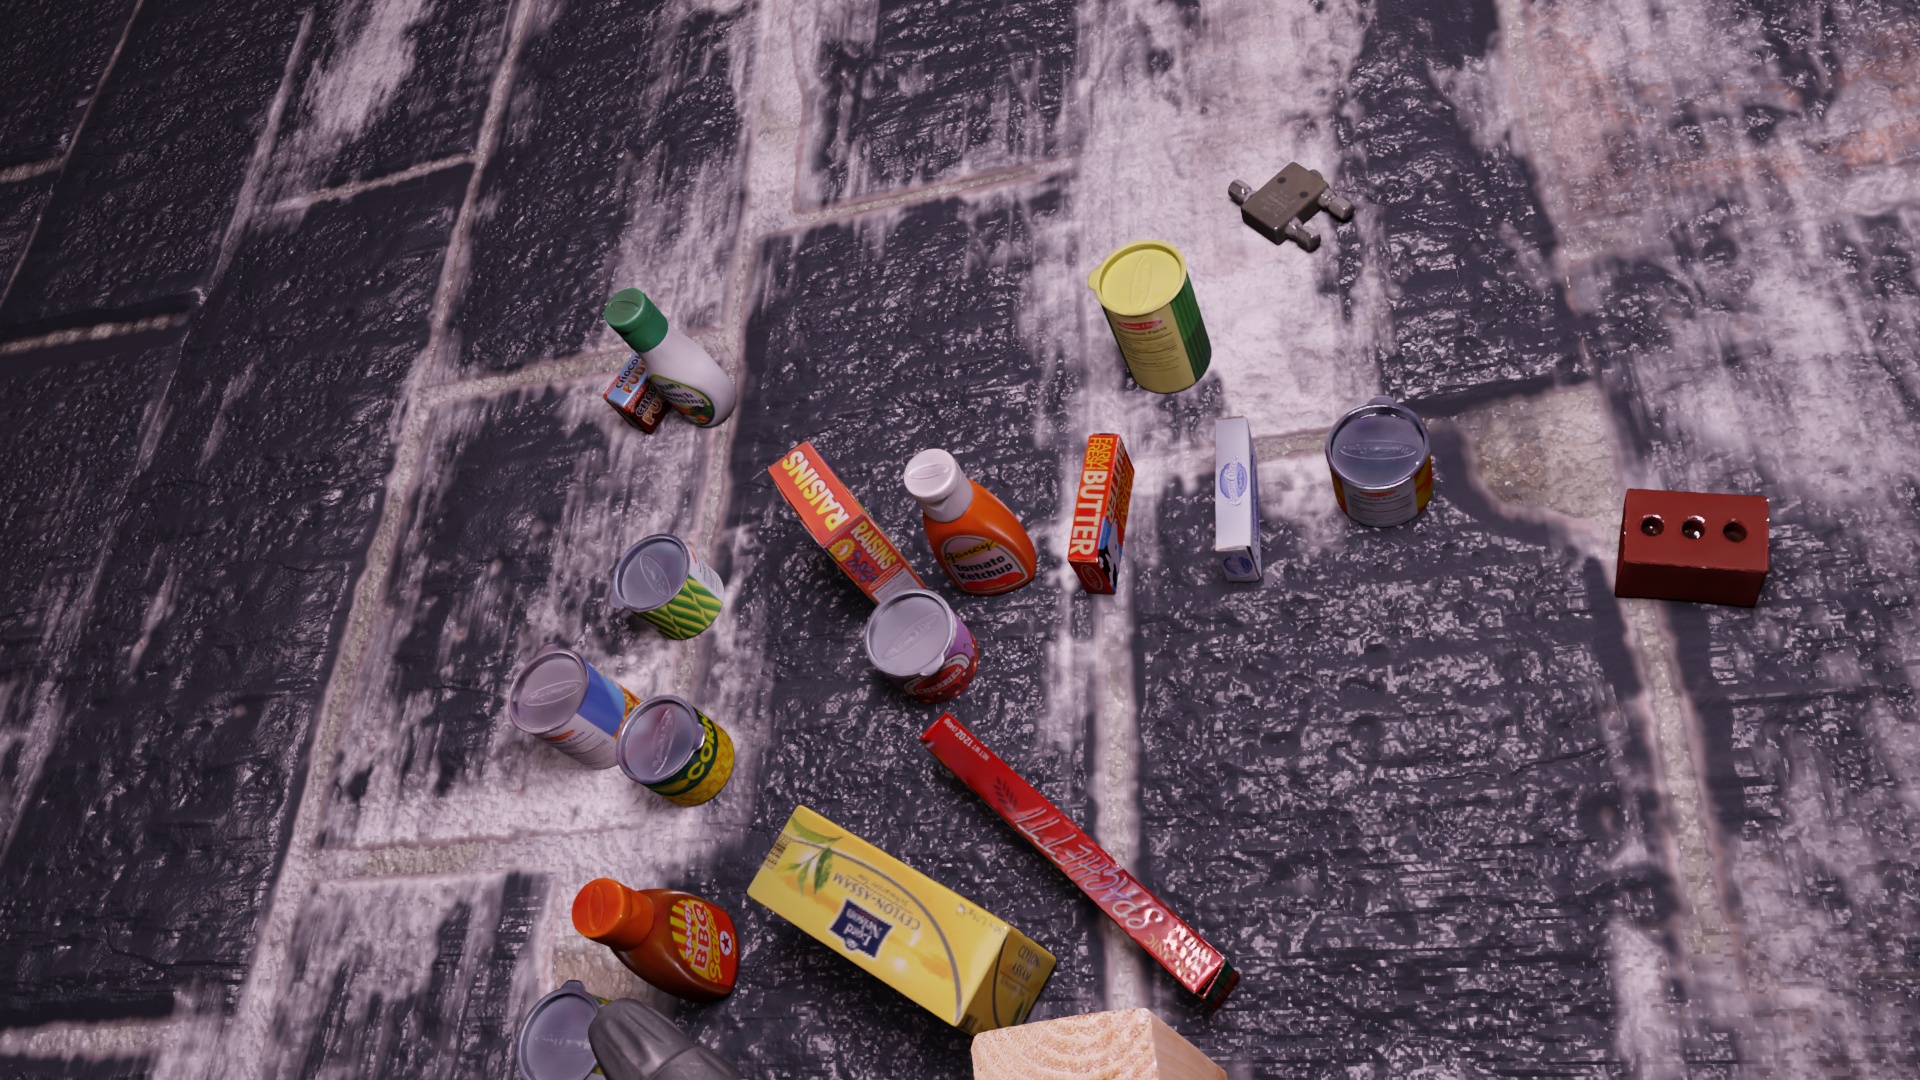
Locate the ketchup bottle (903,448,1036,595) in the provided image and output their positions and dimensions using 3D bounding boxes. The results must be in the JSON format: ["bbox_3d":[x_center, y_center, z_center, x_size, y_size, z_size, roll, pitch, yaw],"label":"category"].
[{"bbox_3d":[0.003,-0.012,0.960,0.064,0.148,0.044,-12,59,15],"label":"ketchup bottle"}]

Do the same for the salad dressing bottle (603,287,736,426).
[{"bbox_3d":[-0.236,-0.148,1.130,0.064,0.147,0.044,11,68,26],"label":"salad dressing bottle"}]

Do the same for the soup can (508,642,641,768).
[{"bbox_3d":[-0.284,0.124,1.036,0.071,0.083,0.071,-9,60,17],"label":"soup can"}]

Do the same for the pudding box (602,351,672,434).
[{"bbox_3d":[-0.264,-0.140,1.196,0.030,0.049,0.084,25,74,31],"label":"pudding box"}]

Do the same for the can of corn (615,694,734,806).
[{"bbox_3d":[-0.203,0.153,1.004,0.071,0.058,0.071,-9,60,17],"label":"can of corn"}]

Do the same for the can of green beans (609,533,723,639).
[{"bbox_3d":[-0.226,0.037,1.078,0.071,0.057,0.071,-9,60,17],"label":"can of green beans"}]

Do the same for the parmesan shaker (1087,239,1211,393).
[{"bbox_3d":[0.140,-0.163,1.018,0.071,0.102,0.071,-9,60,17],"label":"parmesan shaker"}]

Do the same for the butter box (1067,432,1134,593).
[{"bbox_3d":[0.100,-0.020,0.984,0.024,0.053,0.104,1,63,22],"label":"butter box"}]

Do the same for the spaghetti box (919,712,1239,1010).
[{"bbox_3d":[0.071,0.198,0.877,0.029,0.050,0.250,-47,57,-8],"label":"spaghetti box"}]

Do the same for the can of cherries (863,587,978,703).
[{"bbox_3d":[-0.026,0.077,0.977,0.071,0.058,0.072,-9,60,17],"label":"can of cherries"}]

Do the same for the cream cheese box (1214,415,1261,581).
[{"bbox_3d":[0.190,-0.028,0.954,0.024,0.053,0.104,-5,61,19],"label":"cream cheese box"}]

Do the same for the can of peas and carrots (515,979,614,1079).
[{"bbox_3d":[-0.249,0.333,0.921,0.071,0.058,0.071,-9,60,17],"label":"can of peas and carrots"}]

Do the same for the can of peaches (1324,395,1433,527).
[{"bbox_3d":[0.281,-0.052,0.929,0.071,0.058,0.071,-9,60,17],"label":"can of peaches"}]

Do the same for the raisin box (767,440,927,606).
[{"bbox_3d":[-0.081,-0.006,1.006,0.040,0.123,0.086,-38,56,-1],"label":"raisin box"}]

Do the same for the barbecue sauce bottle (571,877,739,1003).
[{"bbox_3d":[-0.194,0.252,0.891,0.043,0.148,0.065,-17,58,12],"label":"barbecue sauce bottle"}]
